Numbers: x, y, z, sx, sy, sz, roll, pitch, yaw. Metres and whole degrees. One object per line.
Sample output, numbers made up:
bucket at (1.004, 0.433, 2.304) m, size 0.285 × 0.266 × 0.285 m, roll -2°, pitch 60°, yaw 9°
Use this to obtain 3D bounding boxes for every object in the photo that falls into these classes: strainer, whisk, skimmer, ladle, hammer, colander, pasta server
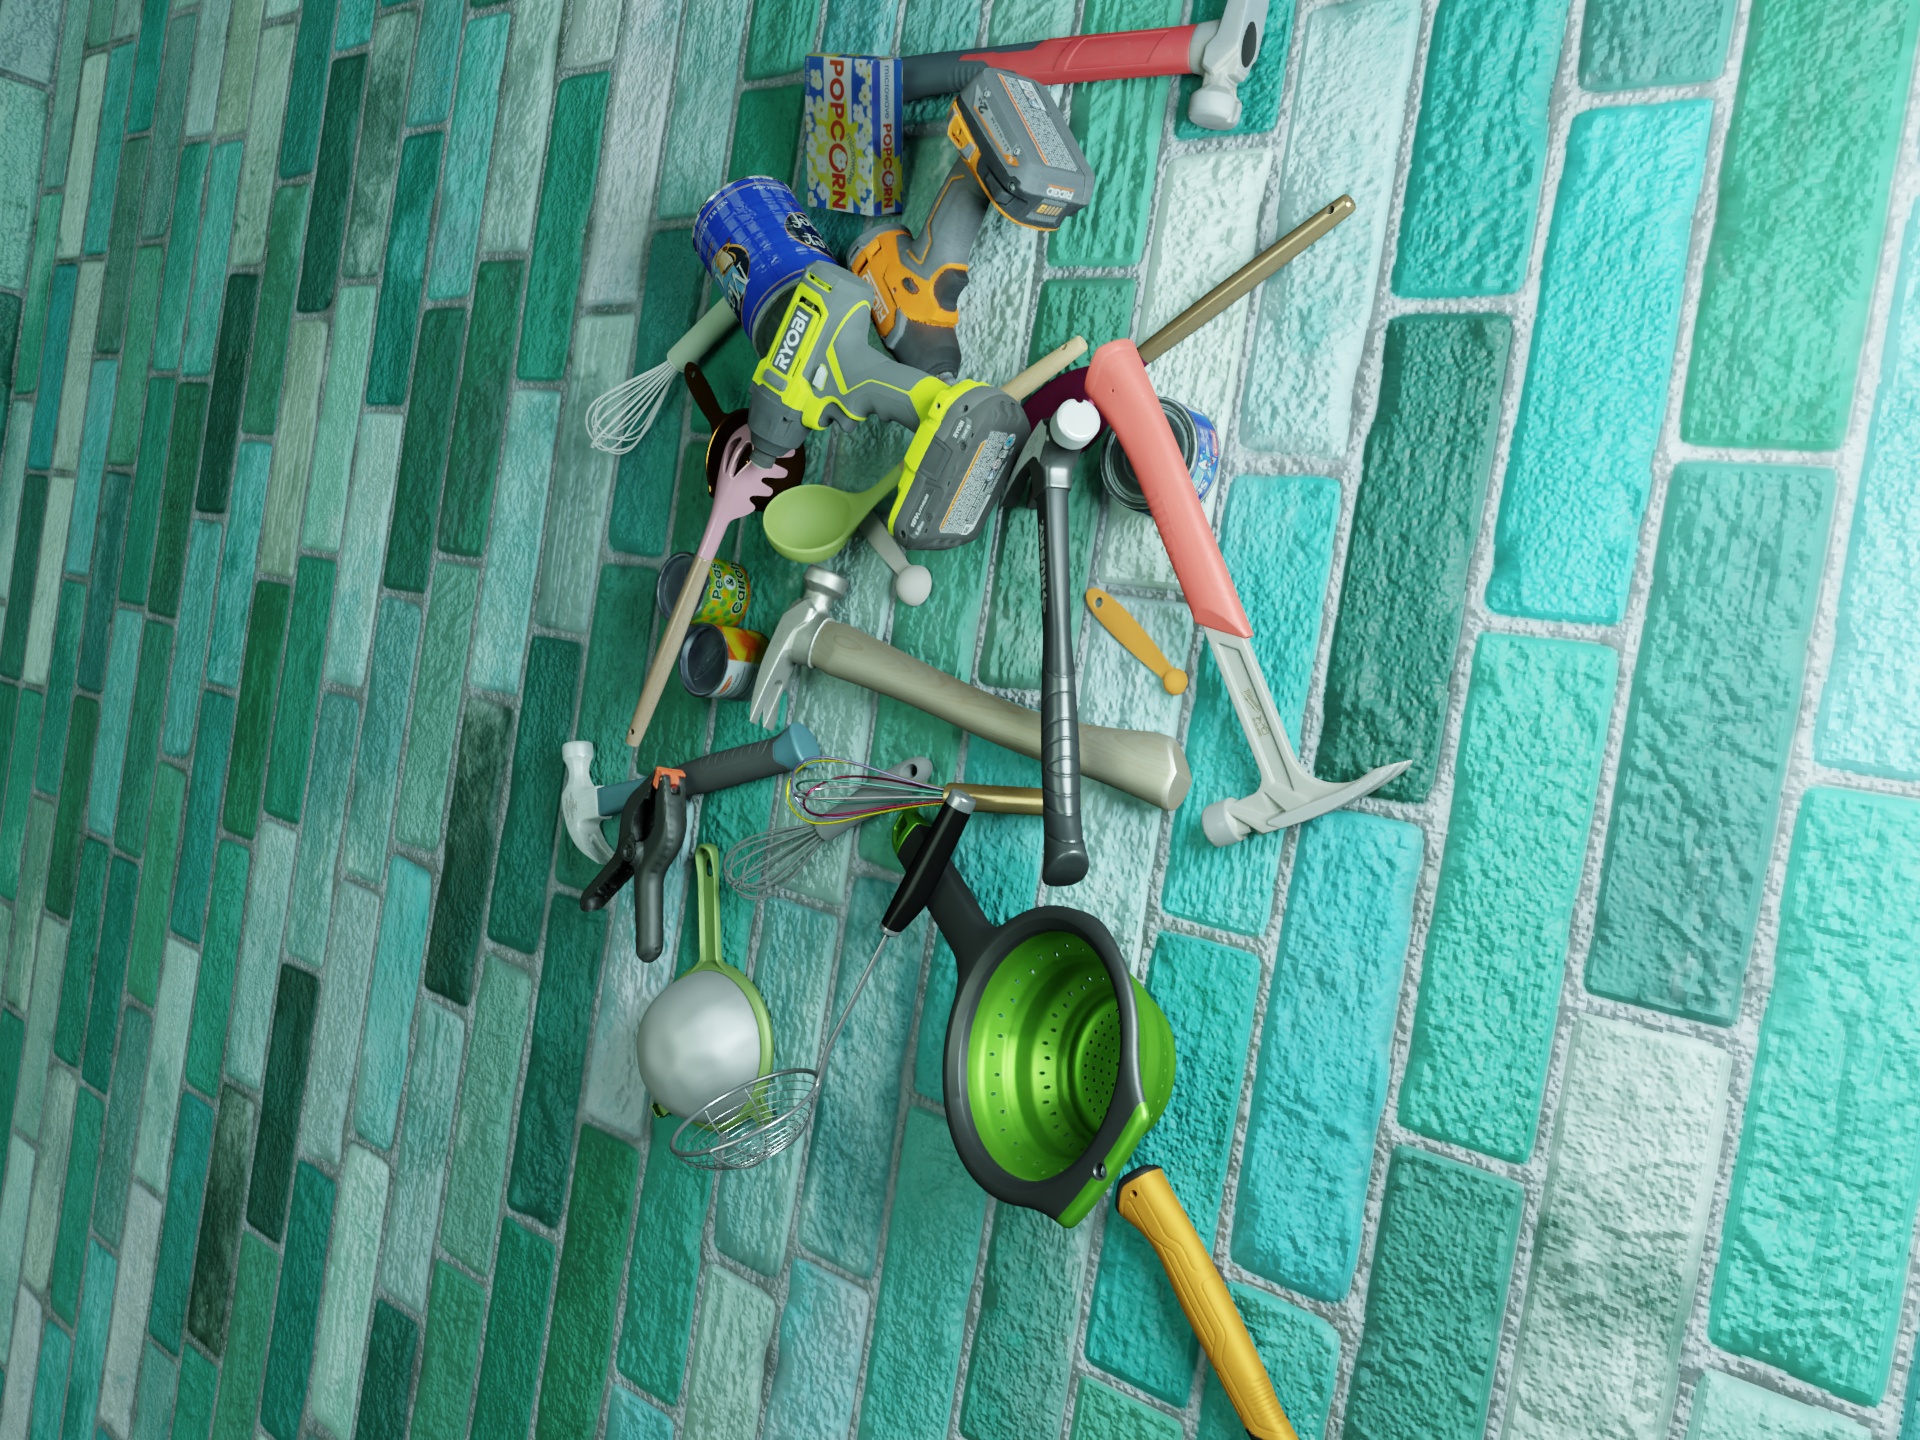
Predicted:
strainer at (-0.241, 0.238, 1.411) m, size 0.151 × 0.069 × 0.256 m, roll -6°, pitch 83°, yaw 39°
whisk at (-0.114, 0.088, 1.342) m, size 0.239 × 0.055 × 0.055 m, roll -32°, pitch 67°, yaw 28°
skimmer at (-0.108, 0.199, 1.234) m, size 0.090 × 0.127 × 0.363 m, roll 28°, pitch 101°, yaw -1°
whisk at (-0.274, -0.336, 1.514) m, size 0.246 × 0.059 × 0.057 m, roll -36°, pitch 101°, yaw 27°
whisk at (-0.029, 0.062, 1.249) m, size 0.245 × 0.051 × 0.047 m, roll 2°, pitch 53°, yaw 24°
ladle at (-0.034, -0.223, 1.290) m, size 0.320 × 0.062 × 0.078 m, roll -31°, pitch 48°, yaw 29°
hammer at (0.175, -0.101, 1.093) m, size 0.149 × 0.036 × 0.359 m, roll -26°, pitch 79°, yaw 35°
colander at (0.053, 0.194, 1.177) m, size 0.204 × 0.094 × 0.398 m, roll -59°, pitch 37°, yaw 19°
pasta server at (-0.228, -0.117, 1.390) m, size 0.060 × 0.040 × 0.316 m, roll 33°, pitch 107°, yaw 29°
hammer at (0.065, -0.535, 1.257) m, size 0.386 × 0.038 × 0.143 m, roll 14°, pitch 94°, yaw 39°
hammer at (-0.002, -0.004, 1.249) m, size 0.411 × 0.038 × 0.146 m, roll 22°, pitch 88°, yaw 37°
hammer at (-0.256, 0.054, 1.465) m, size 0.331 × 0.033 × 0.128 m, roll -15°, pitch 76°, yaw 37°
hammer at (0.068, -0.049, 1.146) m, size 0.146 × 0.035 × 0.335 m, roll 142°, pitch 129°, yaw -72°
hammer at (0.201, 0.449, 1.053) m, size 0.127 × 0.034 × 0.337 m, roll -44°, pitch 61°, yaw 29°

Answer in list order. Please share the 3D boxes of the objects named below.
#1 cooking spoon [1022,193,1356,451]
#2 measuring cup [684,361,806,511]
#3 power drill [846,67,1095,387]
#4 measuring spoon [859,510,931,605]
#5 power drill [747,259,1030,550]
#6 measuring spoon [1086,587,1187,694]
cooking spoon at (0.154, -0.284, 1.172) m, size 0.319 × 0.017 × 0.069 m, roll -32°, pitch 67°, yaw 34°
measuring cup at (-0.198, -0.261, 1.438) m, size 0.095 × 0.052 × 0.174 m, roll -47°, pitch 57°, yaw 26°
power drill at (0.004, -0.371, 1.250) m, size 0.226 × 0.084 × 0.164 m, roll -44°, pitch 60°, yaw 42°
measuring spoon at (-0.064, -0.144, 1.337) m, size 0.034 × 0.018 × 0.124 m, roll -51°, pitch 56°, yaw 24°
power drill at (-0.069, -0.234, 1.246) m, size 0.223 × 0.080 × 0.171 m, roll 38°, pitch 114°, yaw 25°
measuring spoon at (0.127, -0.060, 1.176) m, size 0.021 × 0.011 × 0.117 m, roll -54°, pitch 56°, yaw 22°
